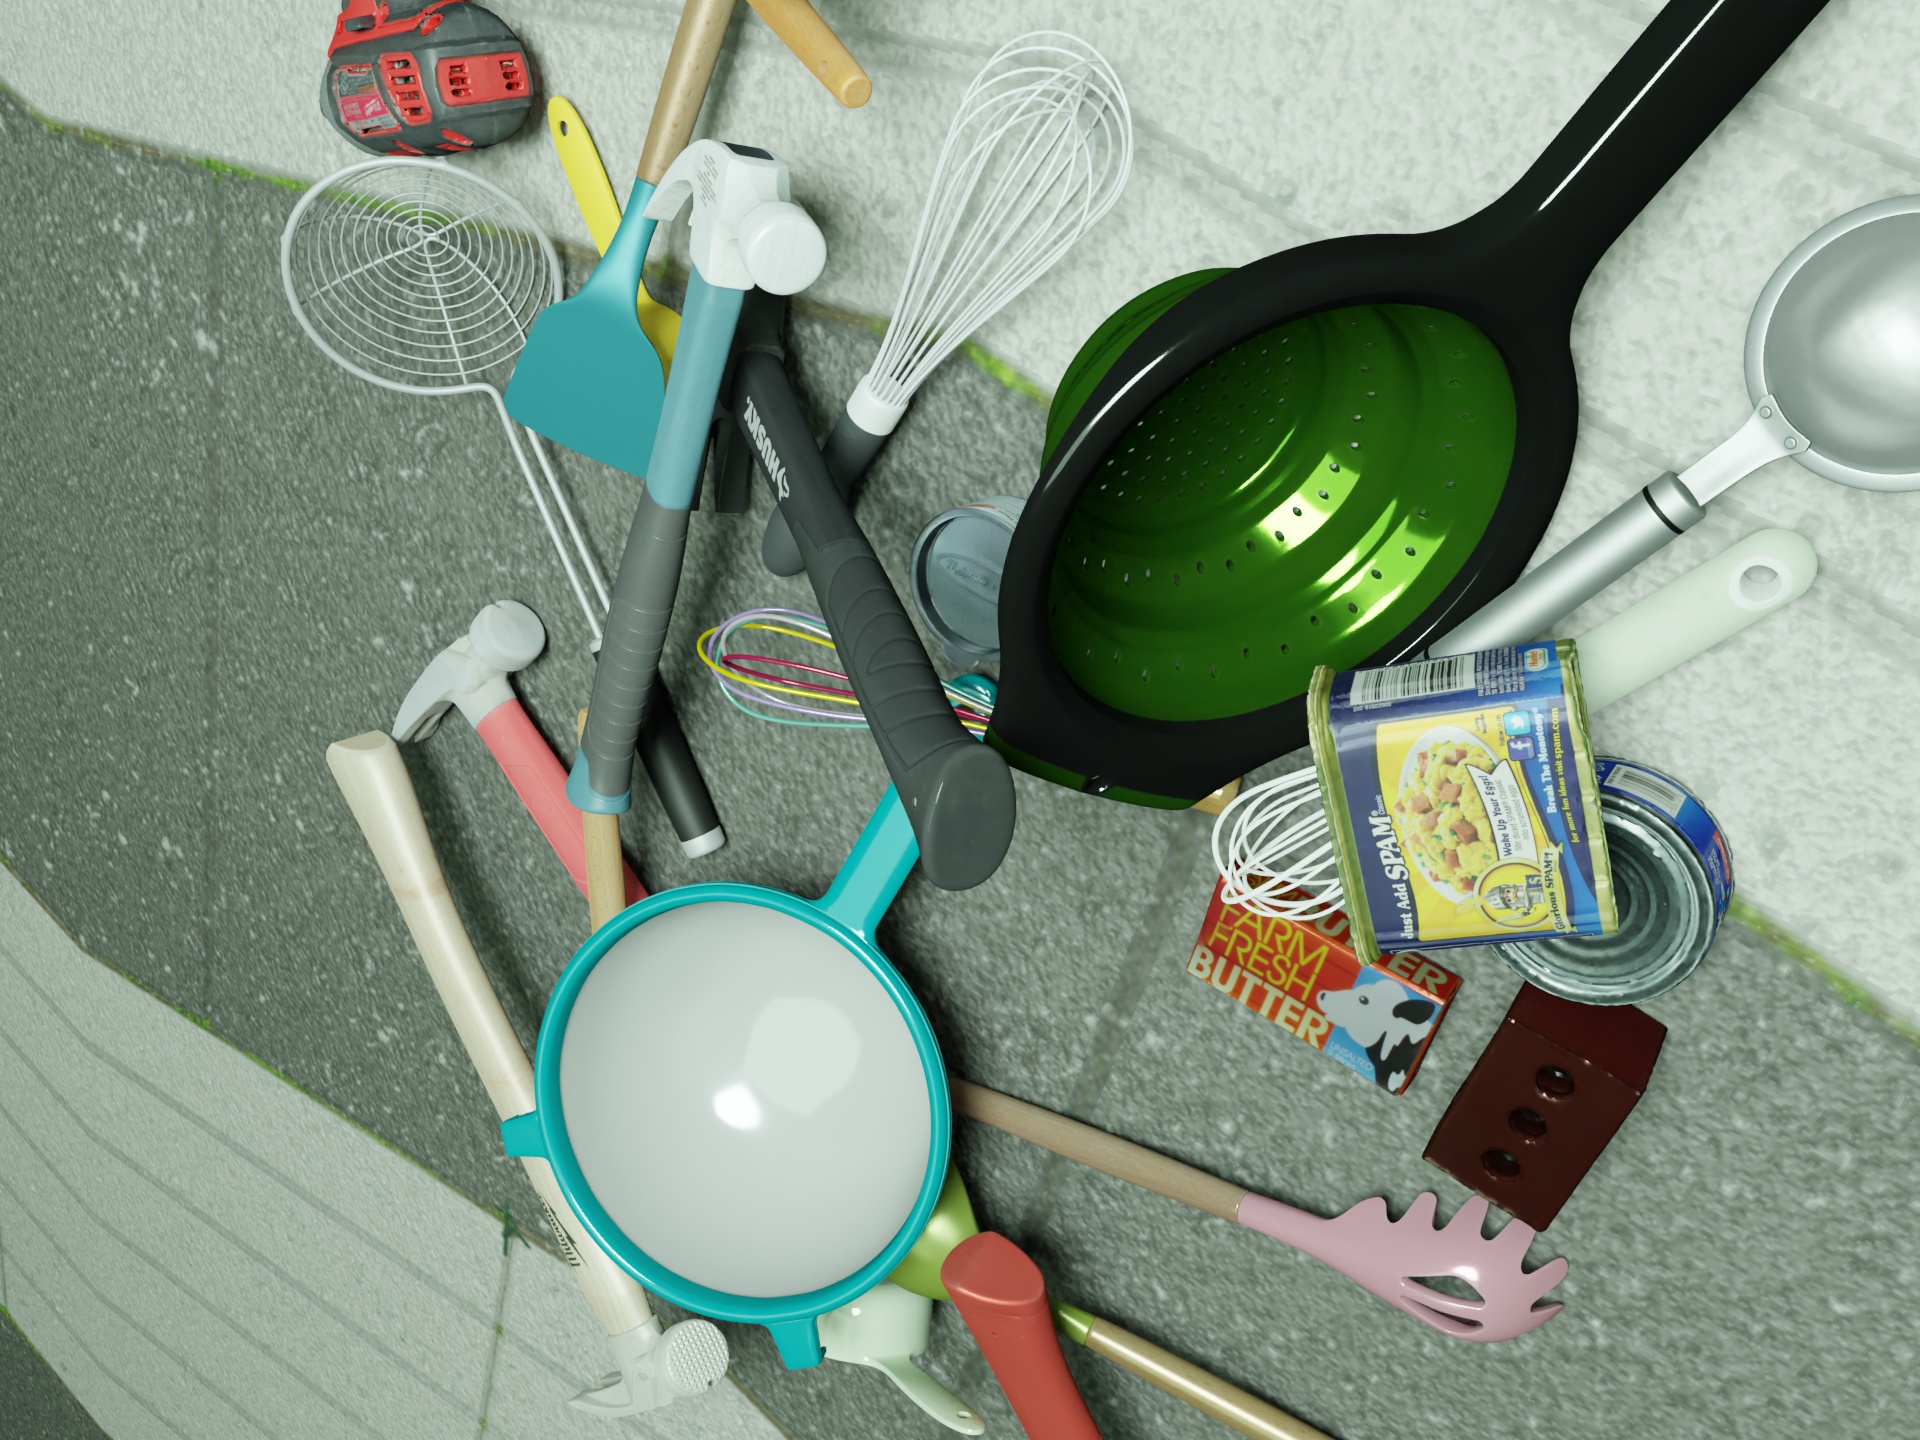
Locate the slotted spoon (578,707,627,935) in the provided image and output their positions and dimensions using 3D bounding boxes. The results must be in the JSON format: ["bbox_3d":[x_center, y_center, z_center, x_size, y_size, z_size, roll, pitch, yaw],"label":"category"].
[{"bbox_3d":[-0.183,0.140,0.848,0.070,0.031,0.313,16,117,34],"label":"slotted spoon"}]

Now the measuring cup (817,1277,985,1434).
[{"bbox_3d":[-0.030,0.308,0.801,0.168,0.083,0.038,5,88,61],"label":"measuring cup"}]

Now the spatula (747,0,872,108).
[{"bbox_3d":[-0.120,-0.329,0.621,0.323,0.041,0.081,56,133,31],"label":"spatula"}]

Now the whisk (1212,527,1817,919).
[{"bbox_3d":[0.188,0.006,0.573,0.246,0.059,0.058,-37,92,33],"label":"whisk"}]

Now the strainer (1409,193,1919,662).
[{"bbox_3d":[0.231,-0.072,0.497,0.258,0.050,0.087,-42,72,35],"label":"strainer"}]

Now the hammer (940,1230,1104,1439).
[{"bbox_3d":[0.070,0.400,0.781,0.149,0.037,0.359,-12,112,37],"label":"hammer"}]

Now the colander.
[{"bbox_3d":[0.141,-0.142,0.507,0.397,0.204,0.095,-51,43,26],"label":"colander"}]

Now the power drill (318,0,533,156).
[{"bbox_3d":[-0.272,-0.370,0.721,0.143,0.078,0.219,13,120,42],"label":"power drill"}]

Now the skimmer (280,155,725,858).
[{"bbox_3d":[-0.205,-0.091,0.780,0.127,0.090,0.363,-22,98,8],"label":"skimmer"}]

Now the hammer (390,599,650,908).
[{"bbox_3d":[-0.183,0.127,0.885,0.143,0.038,0.386,-37,85,40],"label":"hammer"}]

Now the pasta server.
[{"bbox_3d":[0.109,0.208,0.723,0.316,0.040,0.060,12,115,35],"label":"pasta server"}]

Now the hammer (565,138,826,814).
[{"bbox_3d":[-0.128,-0.086,0.683,0.128,0.033,0.330,62,141,43],"label":"hammer"}]

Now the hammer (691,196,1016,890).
[{"bbox_3d":[-0.052,-0.064,0.607,0.335,0.035,0.146,63,143,43],"label":"hammer"}]

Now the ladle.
[{"bbox_3d":[0.091,0.299,0.768,0.320,0.062,0.078,22,117,19],"label":"ladle"}]

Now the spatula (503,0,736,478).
[{"bbox_3d":[-0.120,-0.254,0.674,0.082,0.044,0.317,24,110,-1],"label":"spatula"}]

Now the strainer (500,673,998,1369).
[{"bbox_3d":[-0.063,0.123,0.771,0.211,0.095,0.340,33,101,11],"label":"strainer"}]

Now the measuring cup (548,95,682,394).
[{"bbox_3d":[-0.168,-0.212,0.742,0.062,0.029,0.156,-11,104,37],"label":"measuring cup"}]

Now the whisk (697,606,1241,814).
[{"bbox_3d":[-0.002,-0.001,0.678,0.245,0.047,0.051,17,92,14],"label":"whisk"}]

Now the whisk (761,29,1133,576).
[{"bbox_3d":[-0.020,-0.153,0.651,0.070,0.070,0.284,49,133,9],"label":"whisk"}]

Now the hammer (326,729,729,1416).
[{"bbox_3d":[-0.264,0.197,0.903,0.146,0.038,0.411,-36,79,46],"label":"hammer"}]
